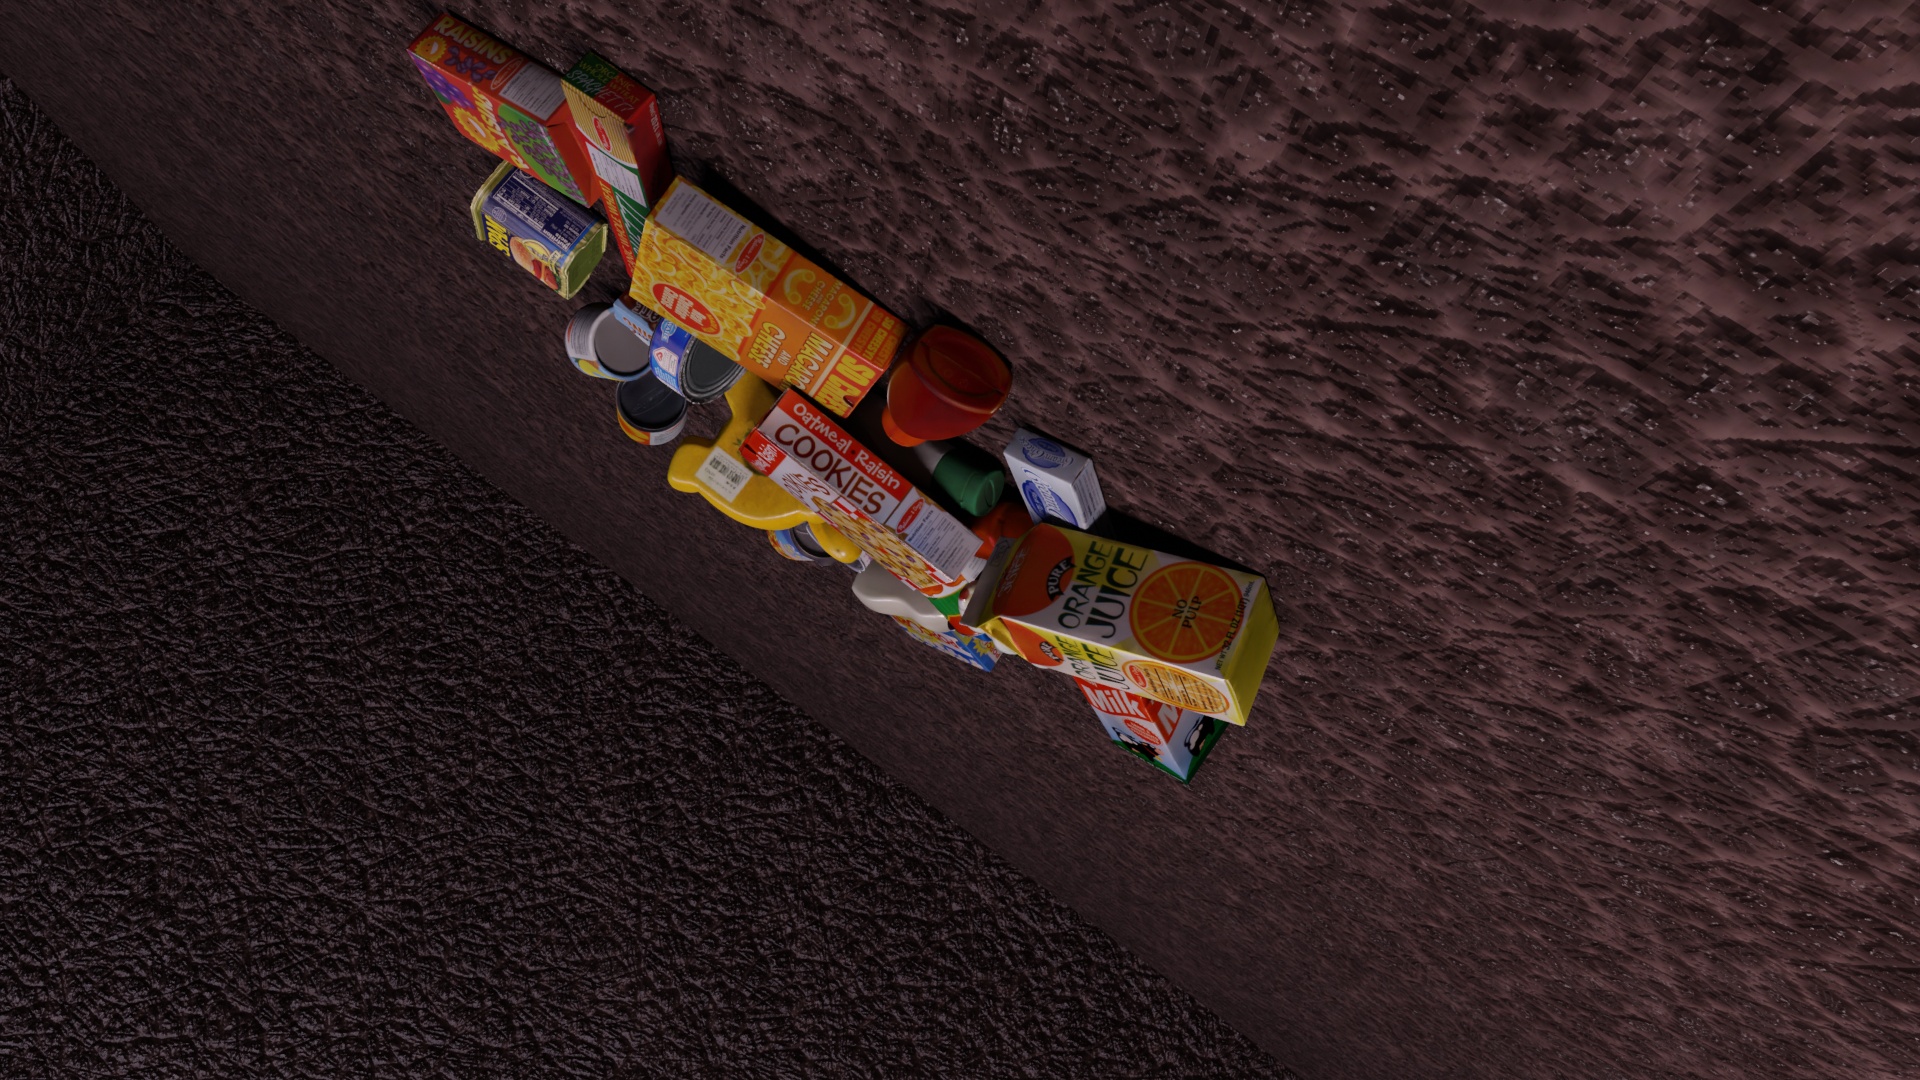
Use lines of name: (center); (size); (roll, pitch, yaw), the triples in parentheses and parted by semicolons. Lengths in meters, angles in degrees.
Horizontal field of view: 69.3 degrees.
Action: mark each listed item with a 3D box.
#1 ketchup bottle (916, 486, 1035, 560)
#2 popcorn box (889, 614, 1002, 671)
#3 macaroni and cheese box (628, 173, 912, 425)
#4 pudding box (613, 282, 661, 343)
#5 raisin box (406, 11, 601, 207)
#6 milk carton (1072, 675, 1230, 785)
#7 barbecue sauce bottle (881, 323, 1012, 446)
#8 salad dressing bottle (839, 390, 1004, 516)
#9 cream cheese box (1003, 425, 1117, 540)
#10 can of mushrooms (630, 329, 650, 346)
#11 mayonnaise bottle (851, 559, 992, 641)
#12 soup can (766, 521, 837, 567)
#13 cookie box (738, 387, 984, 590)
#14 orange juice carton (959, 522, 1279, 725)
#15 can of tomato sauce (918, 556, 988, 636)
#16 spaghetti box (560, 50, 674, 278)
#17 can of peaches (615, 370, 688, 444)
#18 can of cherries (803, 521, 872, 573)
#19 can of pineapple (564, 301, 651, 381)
ketchup bottle: (0.004, -0.013, 1.029); (0.064, 0.043, 0.149); (36, 168, -34)
popcorn box: (-0.022, 0.074, 1.355); (0.127, 0.038, 0.085); (19, 155, 50)
macaroni and cheese box: (-0.125, -0.146, 0.882); (0.166, 0.040, 0.123); (32, 161, -9)
pudding box: (-0.216, -0.167, 1.056); (0.084, 0.050, 0.030); (37, 163, 0)
raisin box: (-0.289, -0.281, 0.905); (0.123, 0.040, 0.086); (31, 164, 17)
milk carton: (0.134, 0.096, 1.002); (0.072, 0.073, 0.190); (26, 161, 36)
barbecue sauce bottle: (-0.017, -0.089, 0.856); (0.065, 0.044, 0.148); (32, 166, -9)
salad dressing bottle: (-0.038, -0.063, 0.973); (0.148, 0.044, 0.064); (29, 152, 26)
cream cheese box: (0.065, -0.029, 0.886); (0.053, 0.024, 0.103); (27, 162, 28)
can of mushrooms: (-0.239, -0.177, 1.109); (0.071, 0.033, 0.071); (35, 165, 11)
mayonnaise bottle: (-0.027, 0.051, 1.255); (0.148, 0.065, 0.041); (21, 157, 35)
soup can: (-0.140, -0.011, 1.306); (0.071, 0.071, 0.083); (42, 164, -16)
cookie box: (-0.074, -0.031, 0.972); (0.167, 0.040, 0.123); (38, 168, -8)
orange juice carton: (0.095, 0.047, 0.879); (0.193, 0.072, 0.072); (15, 156, 27)
can of tomato sauce: (-0.003, 0.027, 1.114); (0.071, 0.071, 0.083); (17, 154, 52)
spaghetti box: (-0.211, -0.225, 0.912); (0.050, 0.029, 0.249); (35, 165, 6)
can of peaches: (-0.291, -0.129, 1.305); (0.071, 0.071, 0.058); (38, 165, -4)
can of cherries: (-0.092, -0.015, 1.211); (0.071, 0.058, 0.071); (33, 163, 11)
can of pineapple: (-0.297, -0.171, 1.195); (0.058, 0.071, 0.071); (15, 153, 53)
